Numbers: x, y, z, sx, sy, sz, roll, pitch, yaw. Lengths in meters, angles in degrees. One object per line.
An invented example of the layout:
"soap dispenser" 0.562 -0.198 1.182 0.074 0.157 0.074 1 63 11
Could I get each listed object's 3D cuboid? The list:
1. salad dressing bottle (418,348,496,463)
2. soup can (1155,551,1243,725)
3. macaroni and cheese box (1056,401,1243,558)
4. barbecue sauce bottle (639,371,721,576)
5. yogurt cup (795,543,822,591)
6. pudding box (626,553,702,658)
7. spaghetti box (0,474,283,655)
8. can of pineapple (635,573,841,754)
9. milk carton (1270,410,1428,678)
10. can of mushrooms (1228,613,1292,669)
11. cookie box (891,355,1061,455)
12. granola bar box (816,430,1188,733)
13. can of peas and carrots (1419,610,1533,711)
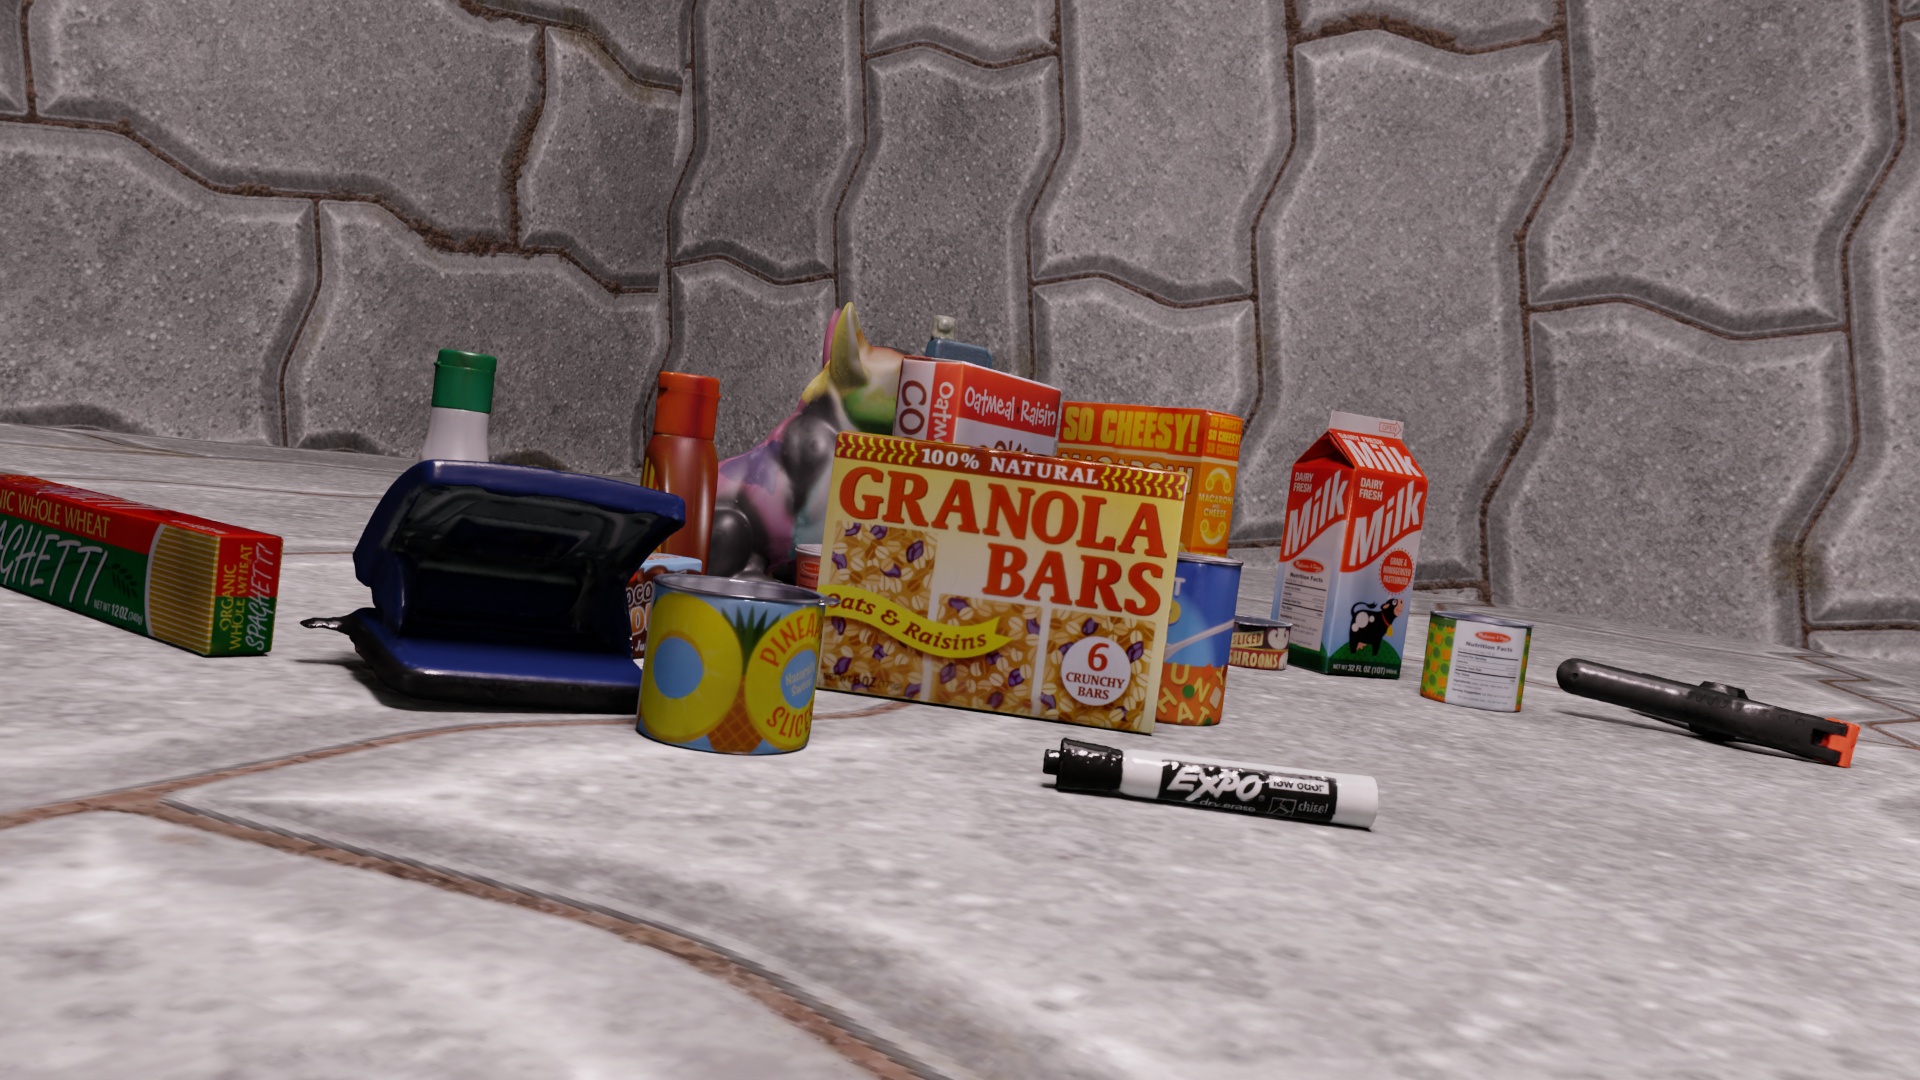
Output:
"salad dressing bottle" -0.328 -0.049 0.900 0.044 0.147 0.064 6 3 -34
"soup can" 0.105 0.048 0.714 0.071 0.083 0.071 7 2 0
"macaroni and cheese box" 0.110 -0.001 0.882 0.040 0.166 0.123 5 3 -43
"barbecue sauce bottle" -0.172 -0.026 0.842 0.044 0.148 0.065 6 2 -32
"yogurt cup" -0.072 0.033 0.869 0.072 0.054 0.072 7 2 0
"pudding box" -0.165 0.032 0.686 0.030 0.049 0.084 8 3 24
"spaghetti box" -0.386 0.006 0.626 0.250 0.050 0.029 9 3 34
"can of pineapple" -0.084 0.046 0.523 0.071 0.058 0.071 7 2 0
"milk carton" 0.289 0.002 1.033 0.072 0.190 0.073 6 2 -26
"can of mushrooms" 0.204 0.072 1.000 0.071 0.033 0.071 7 3 0
"cookie box" 0.003 -0.009 0.752 0.040 0.167 0.123 8 2 27
"granola bar box" 0.017 0.018 0.665 0.166 0.124 0.039 7 2 4
"can of peas and carrots" 0.347 0.080 0.937 0.071 0.058 0.071 7 2 0
